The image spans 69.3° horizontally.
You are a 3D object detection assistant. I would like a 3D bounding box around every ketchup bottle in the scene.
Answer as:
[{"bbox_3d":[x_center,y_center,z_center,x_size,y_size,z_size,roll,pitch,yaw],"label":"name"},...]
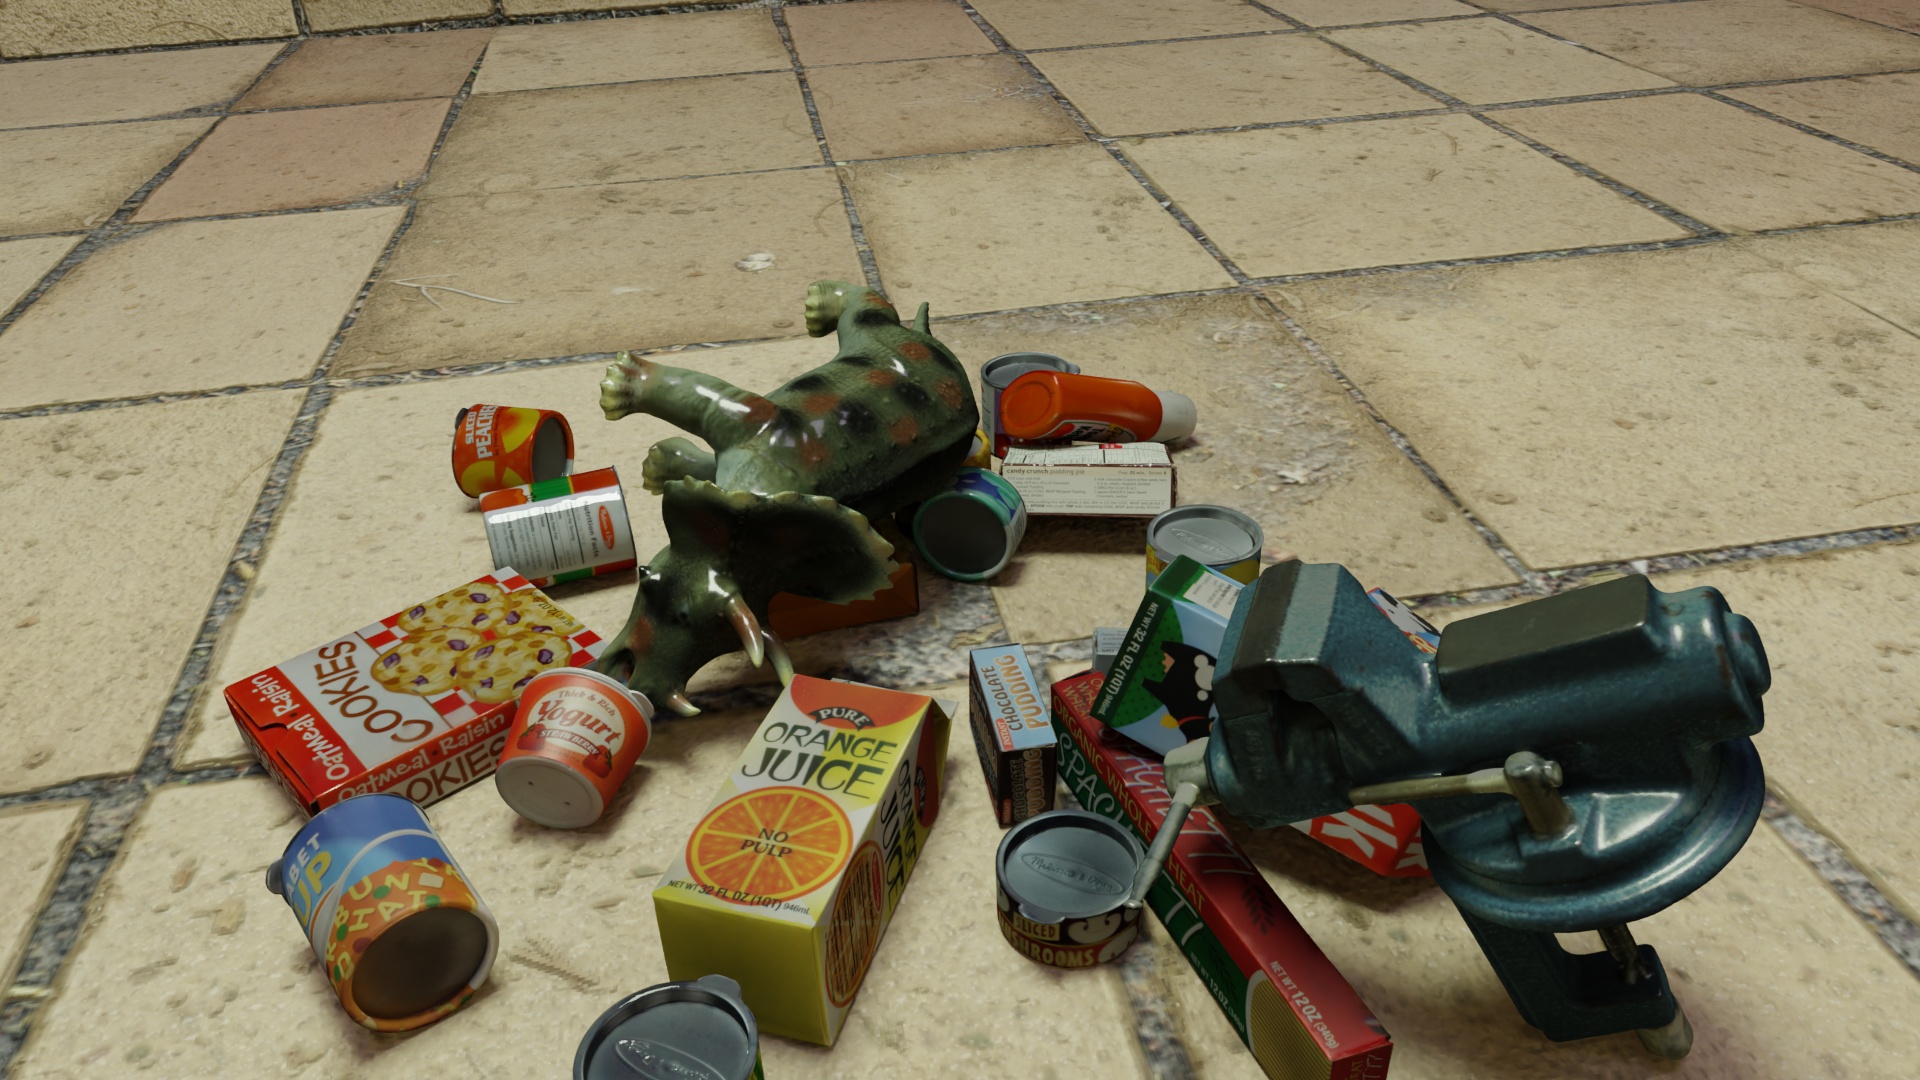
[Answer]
[{"bbox_3d":[0.101,-0.089,0.958,0.149,0.043,0.064,0,-10,-39],"label":"ketchup bottle"}]

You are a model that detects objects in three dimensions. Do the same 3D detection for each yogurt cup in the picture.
[{"bbox_3d":[-0.193,0.105,0.685,0.072,0.072,0.054,3,40,9],"label":"yogurt cup"}]

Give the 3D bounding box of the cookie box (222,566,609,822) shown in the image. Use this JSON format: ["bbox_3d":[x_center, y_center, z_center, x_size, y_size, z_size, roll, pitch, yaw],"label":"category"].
[{"bbox_3d":[-0.286,0.082,0.747,0.168,0.040,0.123,-28,40,-35],"label":"cookie box"}]

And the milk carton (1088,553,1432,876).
[{"bbox_3d":[0.165,0.086,0.640,0.191,0.072,0.074,27,20,14],"label":"milk carton"}]

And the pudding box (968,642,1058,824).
[{"bbox_3d":[0.025,0.096,0.697,0.030,0.049,0.084,-5,32,-8],"label":"pudding box"}]

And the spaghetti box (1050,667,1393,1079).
[{"bbox_3d":[0.101,0.145,0.611,0.029,0.050,0.251,-12,32,-18],"label":"spaghetti box"}]

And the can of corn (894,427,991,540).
[{"bbox_3d":[-0.011,-0.038,0.909,0.071,0.058,0.071,-2,31,1],"label":"can of corn"}]

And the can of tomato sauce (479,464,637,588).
[{"bbox_3d":[-0.250,-0.006,0.867,0.083,0.070,0.071,-13,33,-17],"label":"can of tomato sauce"}]

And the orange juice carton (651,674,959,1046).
[{"bbox_3d":[-0.060,0.125,0.632,0.072,0.072,0.194,7,32,15],"label":"orange juice carton"}]

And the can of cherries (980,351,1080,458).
[{"bbox_3d":[0.051,-0.097,1.002,0.071,0.058,0.072,-2,30,1],"label":"can of cherries"}]

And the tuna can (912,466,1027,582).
[{"bbox_3d":[0.003,-0.011,0.855,0.071,0.070,0.033,7,33,14],"label":"tuna can"}]

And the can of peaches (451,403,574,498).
[{"bbox_3d":[-0.306,-0.060,0.953,0.058,0.071,0.071,6,32,11],"label":"can of peaches"}]

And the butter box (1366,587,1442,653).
[{"bbox_3d":[0.221,0.055,0.730,0.053,0.024,0.104,39,25,23],"label":"butter box"}]

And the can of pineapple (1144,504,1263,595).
[{"bbox_3d":[0.139,0.020,0.805,0.071,0.057,0.071,-2,31,1],"label":"can of pineapple"}]

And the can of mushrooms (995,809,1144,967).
[{"bbox_3d":[0.047,0.155,0.615,0.071,0.033,0.071,-1,32,1],"label":"can of mushrooms"}]

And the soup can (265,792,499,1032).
[{"bbox_3d":[-0.247,0.159,0.594,0.071,0.071,0.084,-24,38,-31],"label":"soup can"}]

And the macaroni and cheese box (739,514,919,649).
[{"bbox_3d":[-0.107,-0.002,0.874,0.124,0.040,0.167,-11,33,-13],"label":"macaroni and cheese box"}]

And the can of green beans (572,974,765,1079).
[{"bbox_3d":[-0.104,0.208,0.513,0.071,0.057,0.071,-2,31,1],"label":"can of green beans"}]

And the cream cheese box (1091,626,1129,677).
[{"bbox_3d":[0.120,0.073,0.725,0.104,0.053,0.024,0,33,5],"label":"cream cheese box"}]
